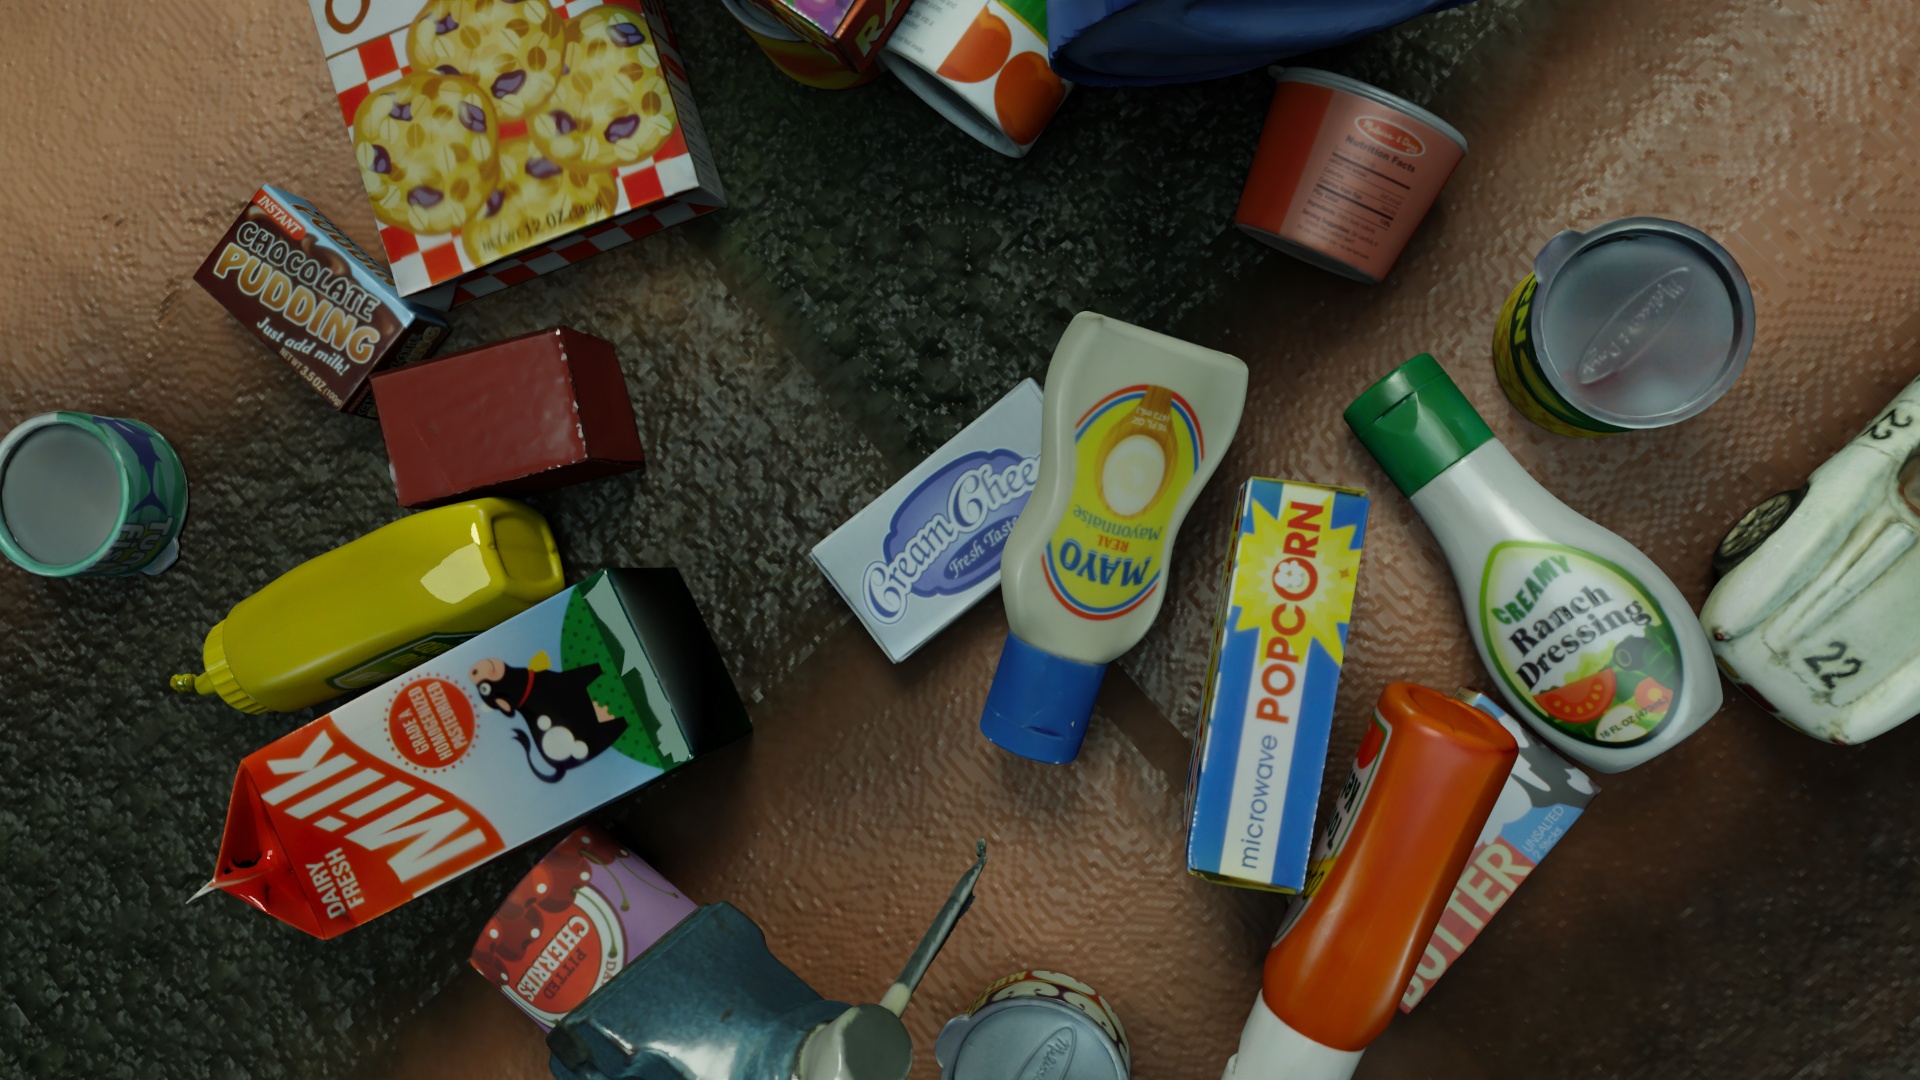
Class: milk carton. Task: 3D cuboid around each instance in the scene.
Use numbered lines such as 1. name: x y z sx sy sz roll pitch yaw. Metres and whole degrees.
1. milk carton: -0.182 0.083 0.508 0.190 0.072 0.073 -27 86 7

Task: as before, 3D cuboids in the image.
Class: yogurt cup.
1. yogurt cup: 0.129 -0.122 0.472 0.072 0.072 0.054 25 101 8

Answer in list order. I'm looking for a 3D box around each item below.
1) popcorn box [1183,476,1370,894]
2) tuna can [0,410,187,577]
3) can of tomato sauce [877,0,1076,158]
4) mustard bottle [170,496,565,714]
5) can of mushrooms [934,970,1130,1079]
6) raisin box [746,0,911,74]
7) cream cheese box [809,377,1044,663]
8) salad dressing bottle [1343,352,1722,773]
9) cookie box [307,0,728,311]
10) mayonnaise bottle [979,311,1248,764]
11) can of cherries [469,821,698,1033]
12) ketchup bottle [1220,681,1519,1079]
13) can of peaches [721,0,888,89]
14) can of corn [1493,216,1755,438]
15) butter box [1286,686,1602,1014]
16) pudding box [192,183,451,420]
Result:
1. popcorn box: 0.102 0.044 0.461 0.038 0.085 0.126 10 91 9
2. tuna can: -0.347 -0.016 0.553 0.071 0.033 0.071 0 89 9
3. can of tomato sauce: 0.021 -0.186 0.487 0.071 0.071 0.083 37 95 7
4. mustard bottle: -0.230 0.031 0.523 0.160 0.065 0.049 -22 81 13
5. can of mushrooms: 0.026 0.189 0.496 0.071 0.033 0.071 0 90 8
6. raisin box: -0.061 -0.224 0.452 0.123 0.040 0.086 35 94 6
7. cream cheese box: 0.002 -0.006 0.507 0.104 0.024 0.053 -38 84 6
8. salad dressing bottle: 0.187 0.005 0.465 0.064 0.044 0.148 -41 76 25
9. cookie box: -0.174 -0.188 0.528 0.123 0.040 0.167 -18 88 7
10. mayonnaise bottle: 0.045 0.001 0.470 0.065 0.041 0.147 15 100 -12
11. can of cherries: -0.133 0.145 0.500 0.058 0.071 0.071 38 95 7
12. ketchup bottle: 0.128 0.121 0.445 0.043 0.065 0.148 23 100 14
13. can of peaches: -0.053 -0.204 0.501 0.071 0.058 0.071 0 90 9
14. can of corn: 0.214 -0.070 0.461 0.071 0.058 0.071 0 90 8
15. butter box: 0.166 0.107 0.482 0.053 0.024 0.103 39 94 7
16. pudding box: -0.248 -0.092 0.541 0.084 0.030 0.049 41 94 6
